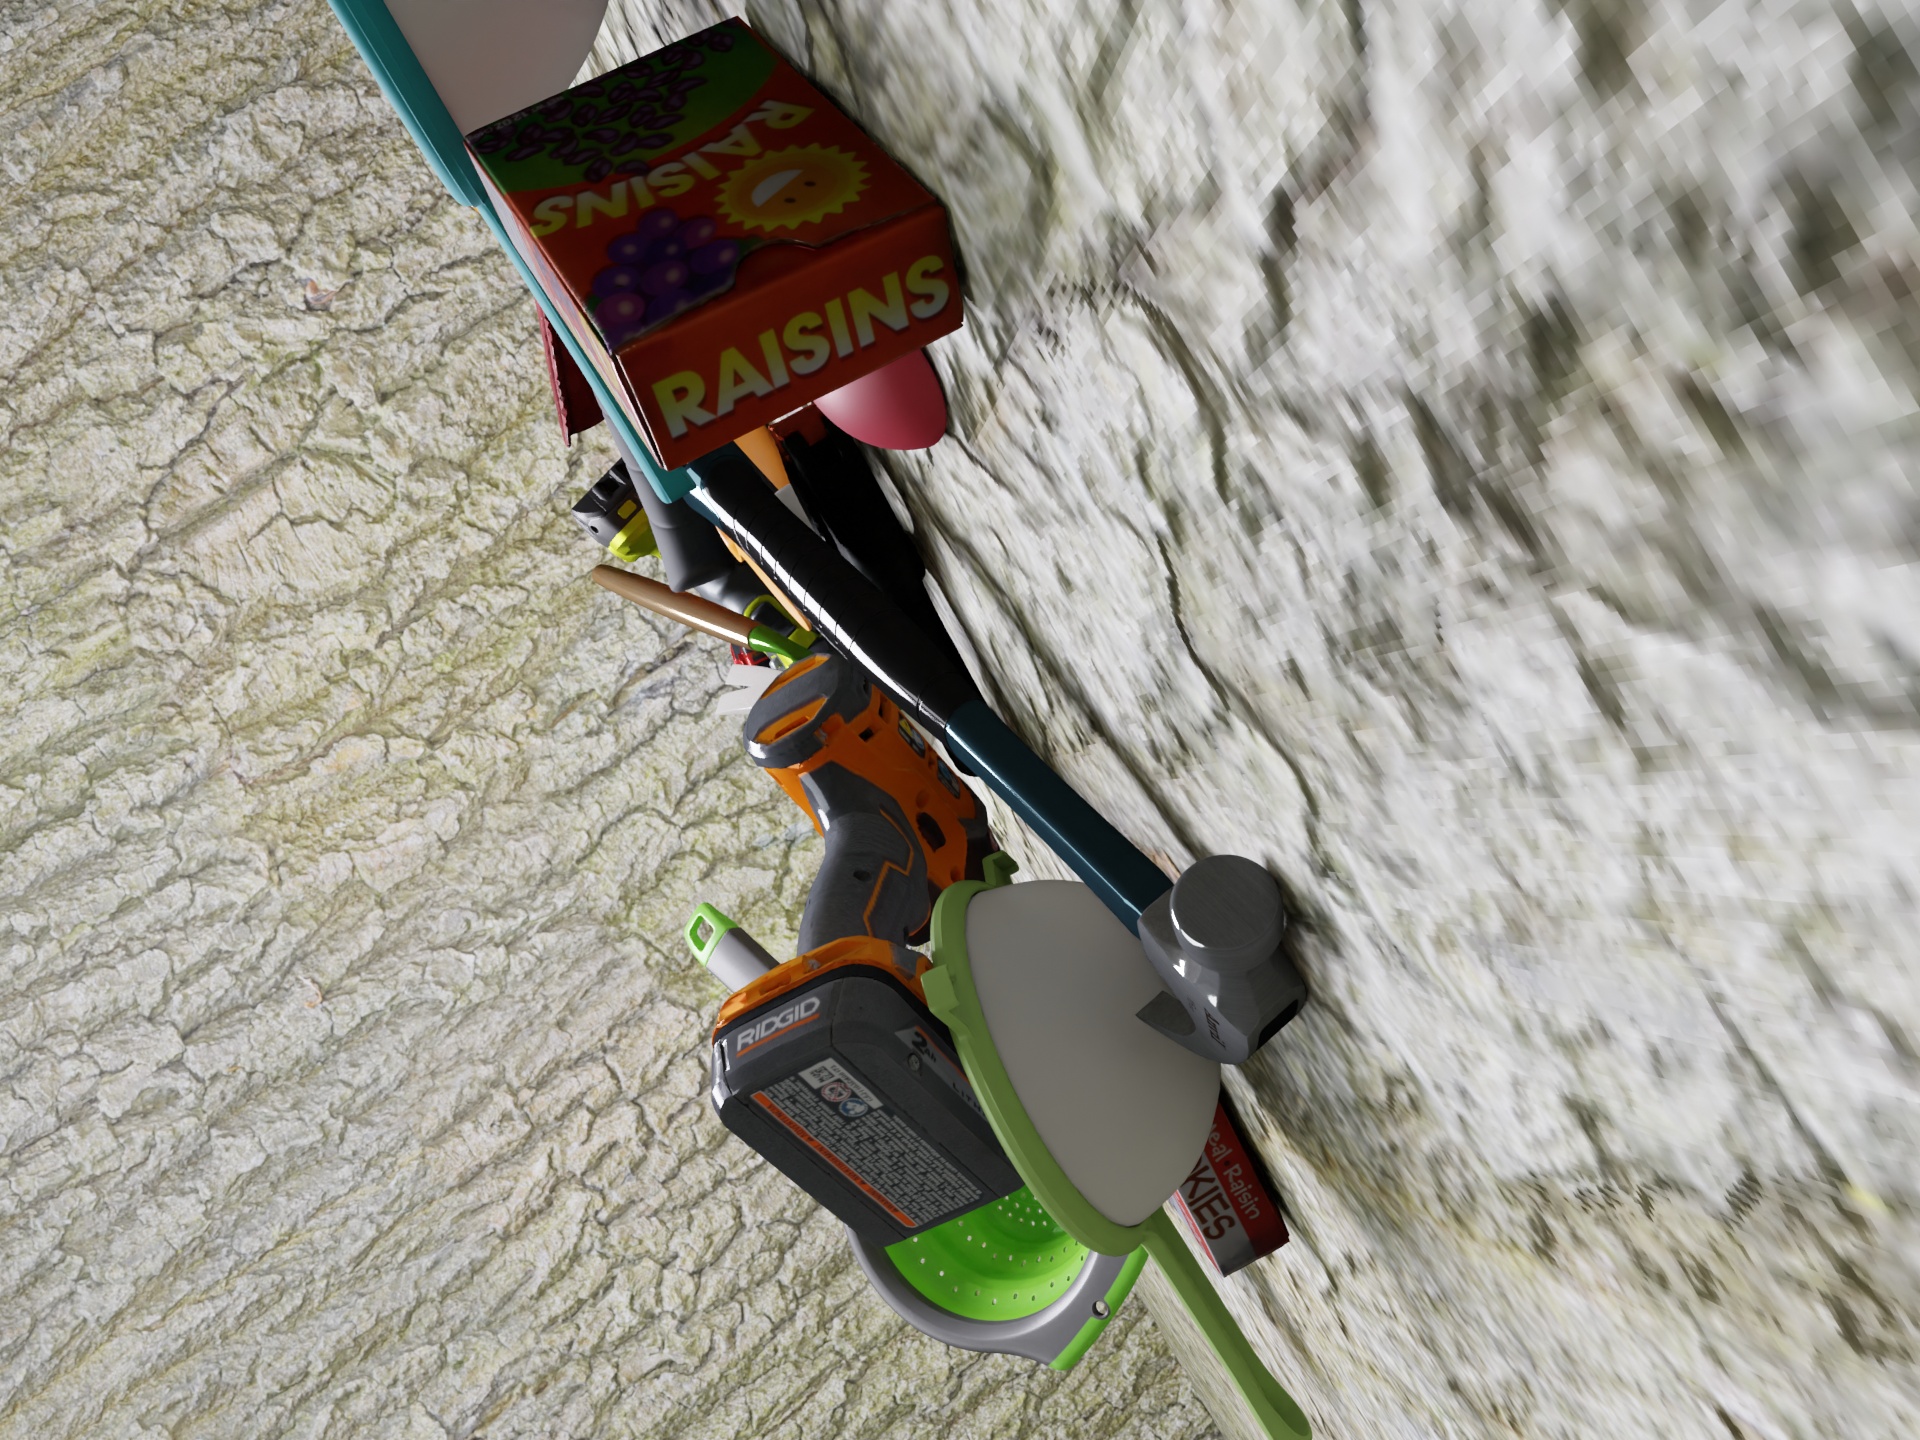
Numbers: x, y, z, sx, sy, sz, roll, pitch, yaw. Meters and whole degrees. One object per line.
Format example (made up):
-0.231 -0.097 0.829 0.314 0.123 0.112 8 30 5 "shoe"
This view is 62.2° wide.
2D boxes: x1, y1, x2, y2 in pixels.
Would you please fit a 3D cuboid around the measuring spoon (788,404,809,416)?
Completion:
-0.084 -0.164 0.695 0.124 0.018 0.034 54 161 -17 "measuring spoon"

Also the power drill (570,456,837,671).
-0.145 -0.085 1.044 0.223 0.080 0.171 44 177 -11 "power drill"

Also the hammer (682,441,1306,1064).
-0.005 -0.006 0.554 0.331 0.033 0.128 45 167 34 "hammer"

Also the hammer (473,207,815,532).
-0.157 -0.180 0.820 0.337 0.034 0.127 48 175 20 "hammer"

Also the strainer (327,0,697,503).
-0.142 -0.226 0.514 0.340 0.095 0.211 62 175 -36 "strainer"

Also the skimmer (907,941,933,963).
-0.020 0.164 1.047 0.127 0.090 0.363 44 163 -8 "skimmer"

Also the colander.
-0.031 0.250 1.073 0.397 0.204 0.094 37 -166 25 "colander"

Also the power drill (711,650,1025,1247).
-0.024 0.092 0.655 0.164 0.084 0.227 49 -158 -31 "power drill"

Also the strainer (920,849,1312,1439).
0.083 0.160 0.598 0.256 0.069 0.151 58 -165 -5 "strainer"

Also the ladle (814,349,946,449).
-0.081 -0.173 0.582 0.316 0.031 0.069 53 171 50 "ladle"

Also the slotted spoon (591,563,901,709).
-0.127 -0.052 0.904 0.070 0.031 0.314 12 -173 -45 "slotted spoon"

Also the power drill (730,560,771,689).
-0.181 -0.132 1.249 0.226 0.080 0.188 63 172 -8 "power drill"

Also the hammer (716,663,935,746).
-0.082 0.026 1.035 0.130 0.031 0.331 18 167 2 "hammer"

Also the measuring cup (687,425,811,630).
-0.106 -0.115 0.890 0.174 0.052 0.095 51 169 36 "measuring cup"

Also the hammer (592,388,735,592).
-0.187 -0.236 0.731 0.149 0.036 0.409 106 141 -68 "hammer"
